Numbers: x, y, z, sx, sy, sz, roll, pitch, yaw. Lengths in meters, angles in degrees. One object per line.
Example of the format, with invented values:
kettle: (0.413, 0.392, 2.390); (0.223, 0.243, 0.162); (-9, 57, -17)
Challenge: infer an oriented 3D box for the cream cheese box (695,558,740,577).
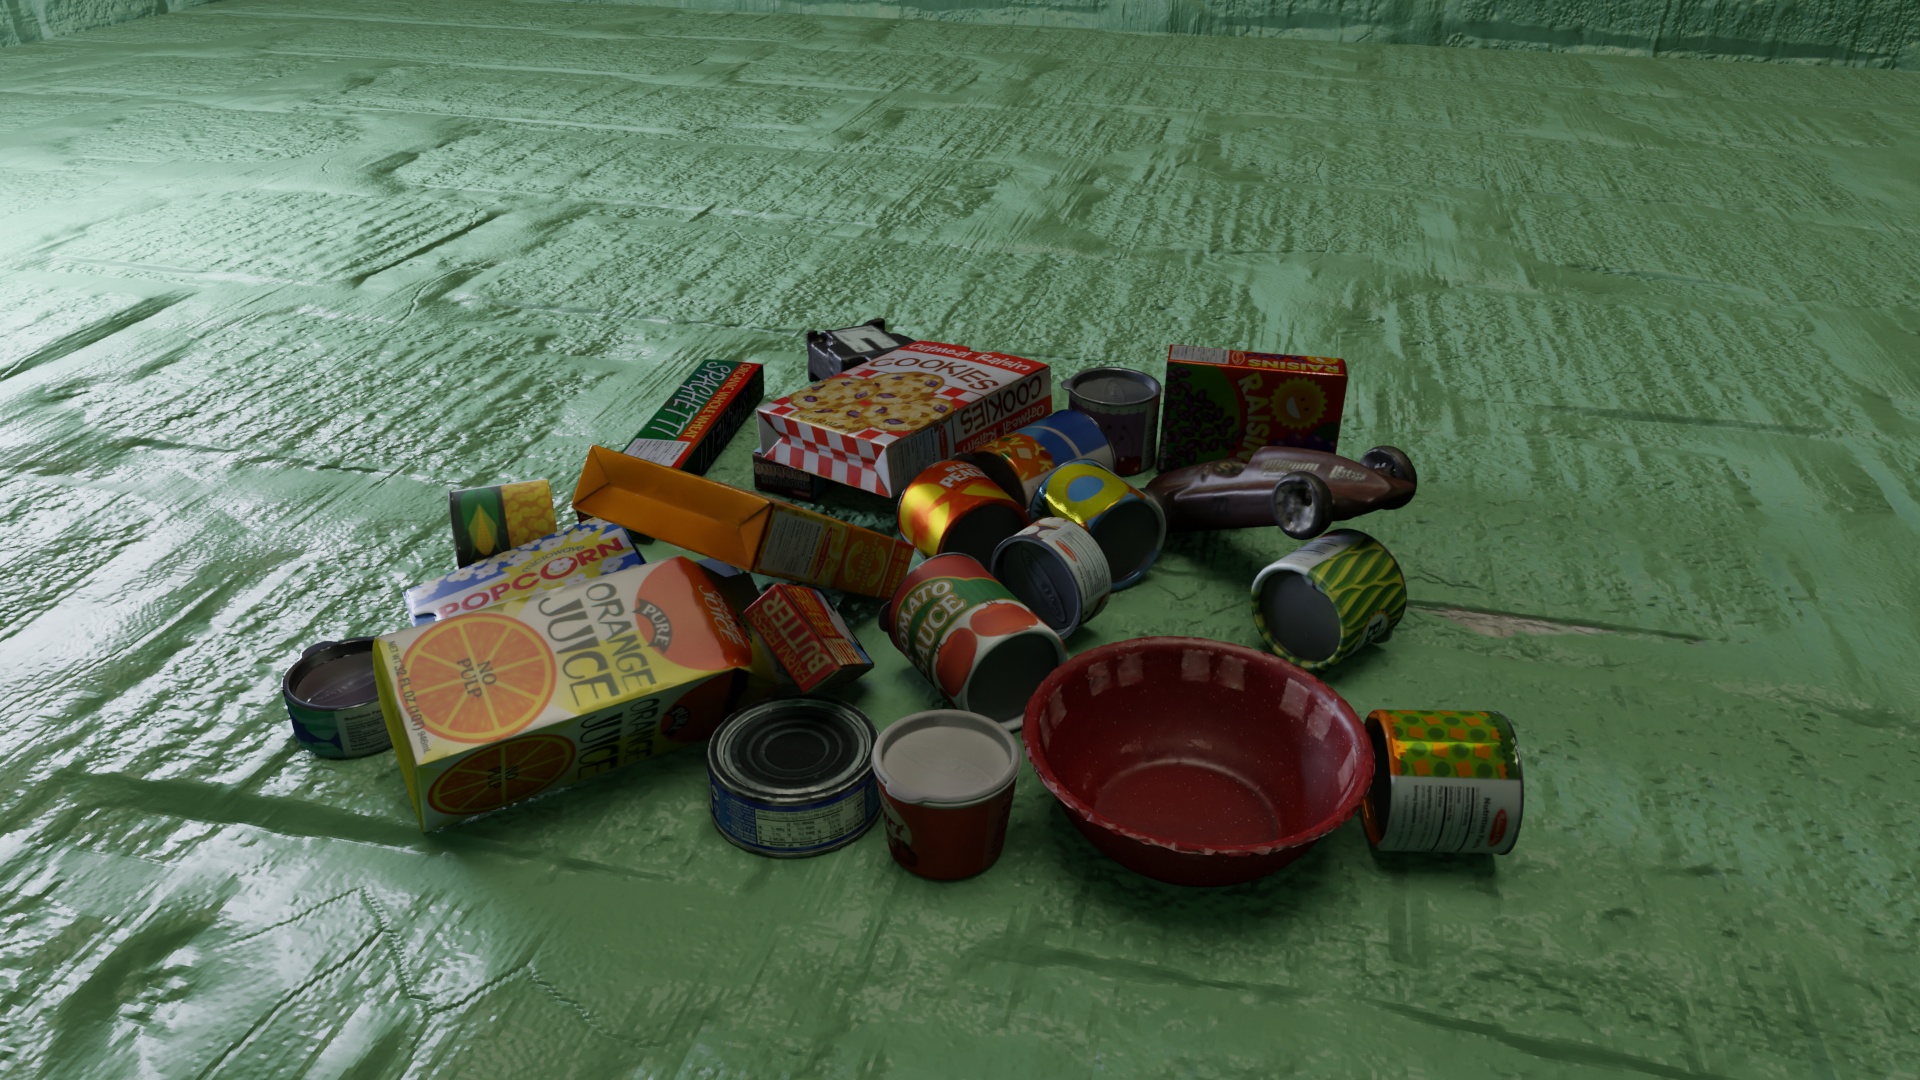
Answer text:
cream cheese box: (-0.143, 0.045, 0.798); (0.053, 0.024, 0.104); (-12, 32, -22)

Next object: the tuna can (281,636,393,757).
tuna can: (-0.316, 0.080, 0.724); (0.071, 0.032, 0.071); (1, 29, 0)

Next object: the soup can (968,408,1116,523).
soup can: (0.049, -0.045, 0.918); (0.084, 0.071, 0.071); (-26, 38, -38)

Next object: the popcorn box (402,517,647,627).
popcorn box: (-0.236, 0.037, 0.775); (0.127, 0.038, 0.085); (-23, 36, -18)

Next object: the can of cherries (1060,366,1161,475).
can of cherries: (0.107, -0.086, 1.002); (0.071, 0.058, 0.072); (0, 30, 0)

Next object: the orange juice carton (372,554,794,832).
orange juice carton: (-0.179, 0.068, 0.687); (0.193, 0.072, 0.072); (-16, 61, -27)

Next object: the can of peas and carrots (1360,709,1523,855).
can of peas and carrots: (0.221, 0.111, 0.648); (0.059, 0.070, 0.071); (1, 29, 2)

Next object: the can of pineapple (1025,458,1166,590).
can of pineapple: (0.083, -0.009, 0.857); (0.071, 0.070, 0.058); (-16, 33, -27)

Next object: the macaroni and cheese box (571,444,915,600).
macaroni and cheese box: (-0.118, -0.007, 0.791); (0.124, 0.040, 0.166); (18, 0, 25)

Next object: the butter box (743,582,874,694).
butter box: (-0.076, 0.050, 0.714); (0.024, 0.053, 0.103); (-37, -7, 3)

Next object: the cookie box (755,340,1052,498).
cookie box: (-0.035, -0.089, 0.947); (0.123, 0.040, 0.168); (17, 34, 38)

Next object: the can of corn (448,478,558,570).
can of corn: (-0.272, 0.001, 0.836); (0.058, 0.070, 0.071); (-9, 31, -17)

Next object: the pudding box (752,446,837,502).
pudding box: (-0.105, -0.061, 0.982); (0.050, 0.030, 0.084); (14, 32, 21)

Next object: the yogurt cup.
yogurt cup: (-0.007, 0.118, 0.641); (0.072, 0.053, 0.073); (1, 29, 0)

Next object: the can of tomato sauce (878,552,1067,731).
can of tomato sauce: (0.007, 0.054, 0.742); (0.071, 0.070, 0.083); (-15, 34, -26)

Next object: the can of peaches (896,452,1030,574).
can of peaches: (0.003, -0.011, 0.854); (0.071, 0.071, 0.058); (-13, 33, -23)

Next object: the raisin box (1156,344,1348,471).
raisin box: (0.204, -0.088, 0.978); (0.123, 0.085, 0.040); (6, 25, 10)

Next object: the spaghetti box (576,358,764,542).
spaghetti box: (-0.201, -0.072, 0.999); (0.050, 0.028, 0.251); (6, 30, 9)

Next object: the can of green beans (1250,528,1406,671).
can of green beans: (0.207, 0.033, 0.784); (0.058, 0.071, 0.071); (-24, 38, -35)

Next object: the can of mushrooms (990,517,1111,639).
can of mushrooms: (0.051, 0.023, 0.803); (0.071, 0.070, 0.033); (23, 36, 34)
